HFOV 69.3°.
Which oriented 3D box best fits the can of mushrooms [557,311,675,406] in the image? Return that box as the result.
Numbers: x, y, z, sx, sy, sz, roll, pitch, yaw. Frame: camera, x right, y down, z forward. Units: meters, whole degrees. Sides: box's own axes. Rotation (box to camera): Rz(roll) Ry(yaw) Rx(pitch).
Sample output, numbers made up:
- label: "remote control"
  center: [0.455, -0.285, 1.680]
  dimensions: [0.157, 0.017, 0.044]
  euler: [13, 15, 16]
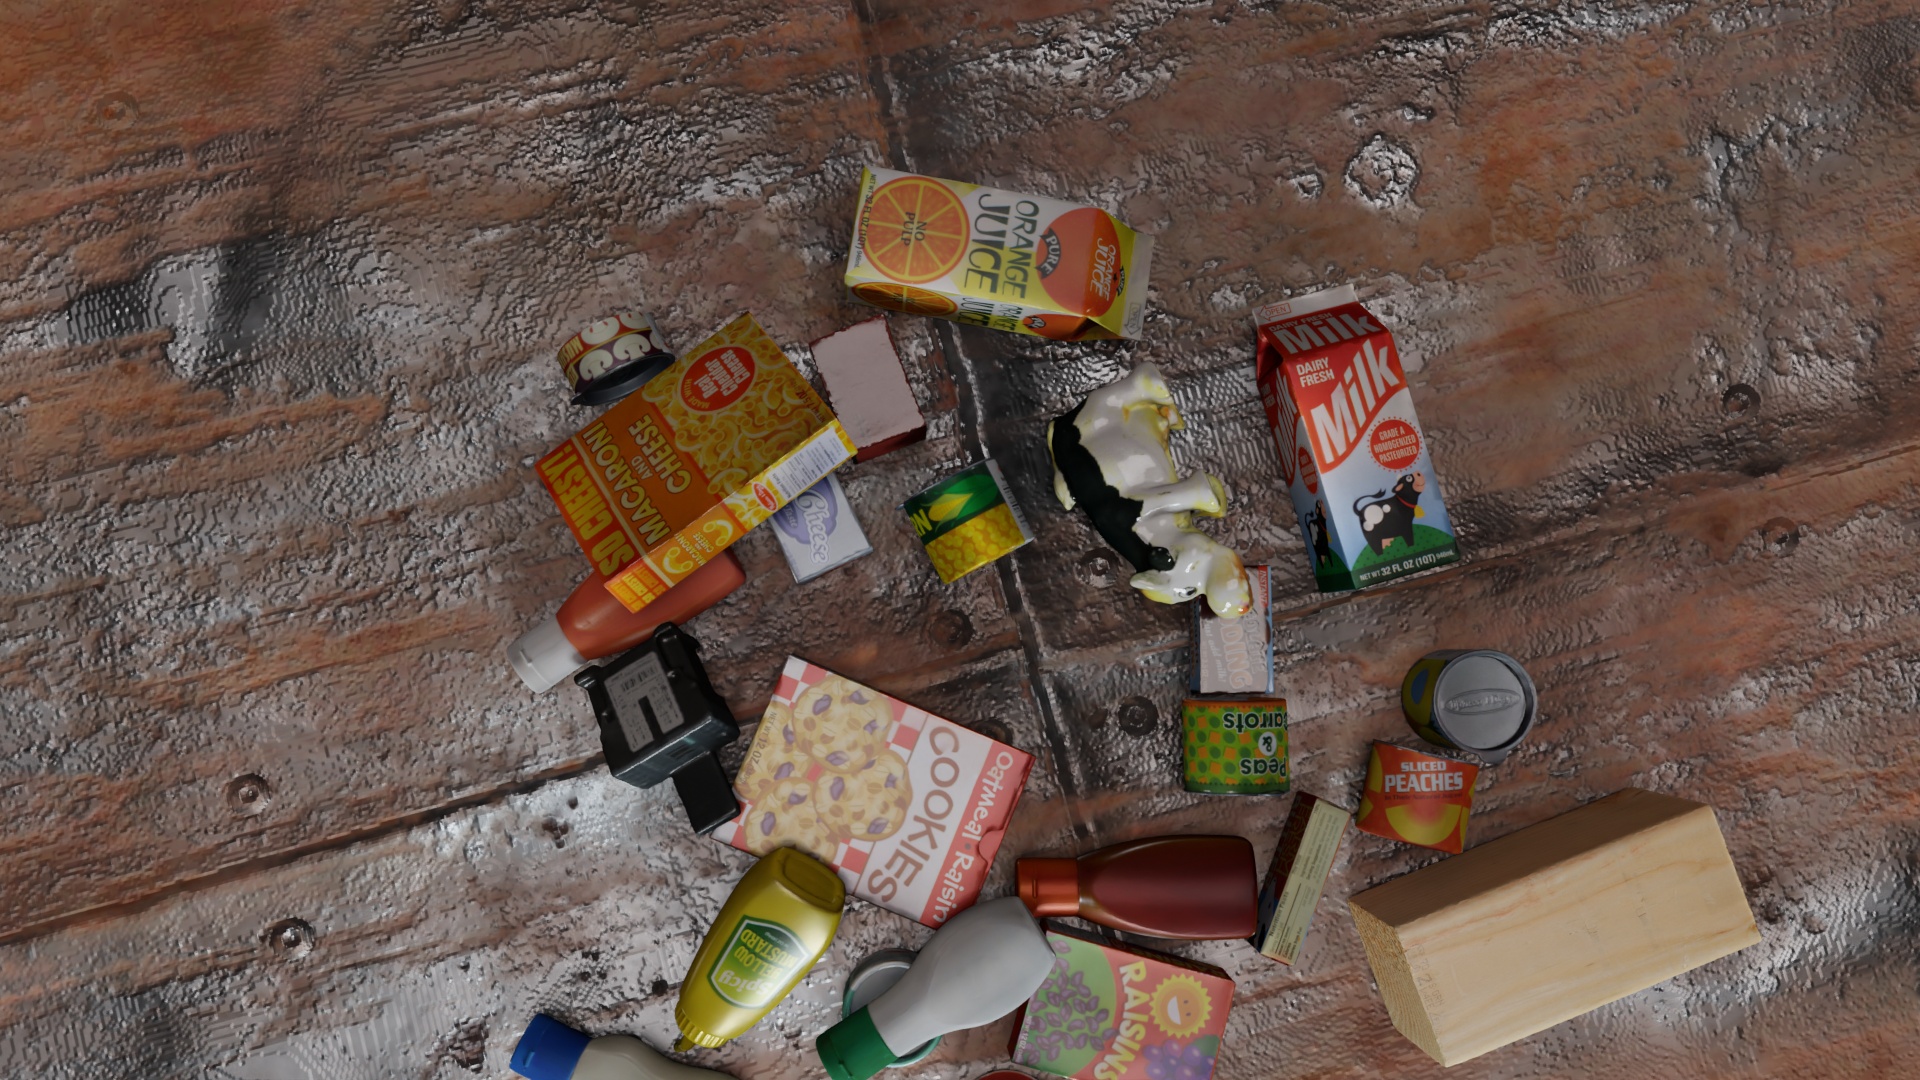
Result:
- label: "can of mushrooms"
  center: [-0.219, -0.113, 0.873]
  dimensions: [0.071, 0.071, 0.033]
  euler: [-28, 87, -5]

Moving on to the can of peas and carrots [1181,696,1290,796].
- label: "can of peas and carrots"
  center: [0.174, 0.128, 0.869]
  dimensions: [0.071, 0.071, 0.059]
  euler: [-1, 85, -3]

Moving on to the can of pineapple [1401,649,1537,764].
- label: "can of pineapple"
  center: [0.323, 0.104, 0.885]
  dimensions: [0.071, 0.058, 0.071]
  euler: [0, 85, -2]

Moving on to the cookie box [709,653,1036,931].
- label: "cookie box"
  center: [-0.054, 0.159, 0.870]
  dimensions: [0.167, 0.040, 0.123]
  euler: [23, 84, -1]

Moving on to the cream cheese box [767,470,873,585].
- label: "cream cheese box"
  center: [-0.102, -0.028, 0.893]
  dimensions: [0.053, 0.024, 0.104]
  euler: [-26, 87, -5]

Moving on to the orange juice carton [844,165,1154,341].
- label: "orange juice carton"
  center: [0.026, -0.178, 0.888]
  dimensions: [0.193, 0.073, 0.072]
  euler: [10, 84, -2]

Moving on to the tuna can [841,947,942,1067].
- label: "tuna can"
  center: [-0.040, 0.293, 0.863]
  dimensions: [0.071, 0.033, 0.071]
  euler: [0, 85, -3]

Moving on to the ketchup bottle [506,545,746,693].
- label: "ketchup bottle"
  center: [-0.212, 0.039, 0.871]
  dimensions: [0.149, 0.043, 0.065]
  euler: [-34, 76, -5]

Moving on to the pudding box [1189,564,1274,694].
- label: "pudding box"
  center: [0.175, 0.058, 0.896]
  dimensions: [0.050, 0.030, 0.083]
  euler: [1, 85, -3]

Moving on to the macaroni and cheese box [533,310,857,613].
- label: "macaroni and cheese box"
  center: [-0.164, -0.050, 0.855]
  dimensions: [0.166, 0.040, 0.124]
  euler: [-37, 54, -5]

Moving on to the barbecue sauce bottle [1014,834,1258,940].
- label: "barbecue sauce bottle"
  center: [0.109, 0.218, 0.872]
  dimensions: [0.149, 0.043, 0.065]
  euler: [0, 77, -2]

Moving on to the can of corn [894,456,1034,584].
- label: "can of corn"
  center: [0.003, -0.011, 0.876]
  dimensions: [0.071, 0.071, 0.058]
  euler: [-27, 88, -5]

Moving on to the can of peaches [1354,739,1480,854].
- label: "can of peaches"
  center: [0.287, 0.161, 0.872]
  dimensions: [0.071, 0.071, 0.058]
  euler: [14, 86, -2]

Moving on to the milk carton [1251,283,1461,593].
- label: "milk carton"
  center: [0.246, -0.067, 0.889]
  dimensions: [0.072, 0.073, 0.190]
  euler: [-15, 86, -4]

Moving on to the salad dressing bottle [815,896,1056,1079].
- label: "salad dressing bottle"
  center: [-0.015, 0.271, 0.827]
  dimensions: [0.148, 0.044, 0.064]
  euler: [-33, 97, -3]

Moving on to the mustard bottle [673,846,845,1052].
- label: "mustard bottle"
  center: [-0.131, 0.260, 0.841]
  dimensions: [0.065, 0.049, 0.159]
  euler: [32, 108, -8]

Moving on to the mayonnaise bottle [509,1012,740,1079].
- label: "mayonnaise bottle"
  center: [-0.200, 0.337, 0.848]
  dimensions: [0.148, 0.041, 0.064]
  euler: [26, 91, 1]

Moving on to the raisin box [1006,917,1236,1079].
- label: "raisin box"
  center: [0.100, 0.297, 0.867]
  dimensions: [0.123, 0.040, 0.086]
  euler: [15, 84, 0]

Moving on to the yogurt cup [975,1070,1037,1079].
- label: "yogurt cup"
  center: [0.030, 0.366, 0.850]
  dimensions: [0.072, 0.054, 0.072]
  euler: [0, 84, -2]

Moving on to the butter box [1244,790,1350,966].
- label: "butter box"
  center: [0.211, 0.211, 0.873]
  dimensions: [0.024, 0.053, 0.103]
  euler: [22, 84, 2]
